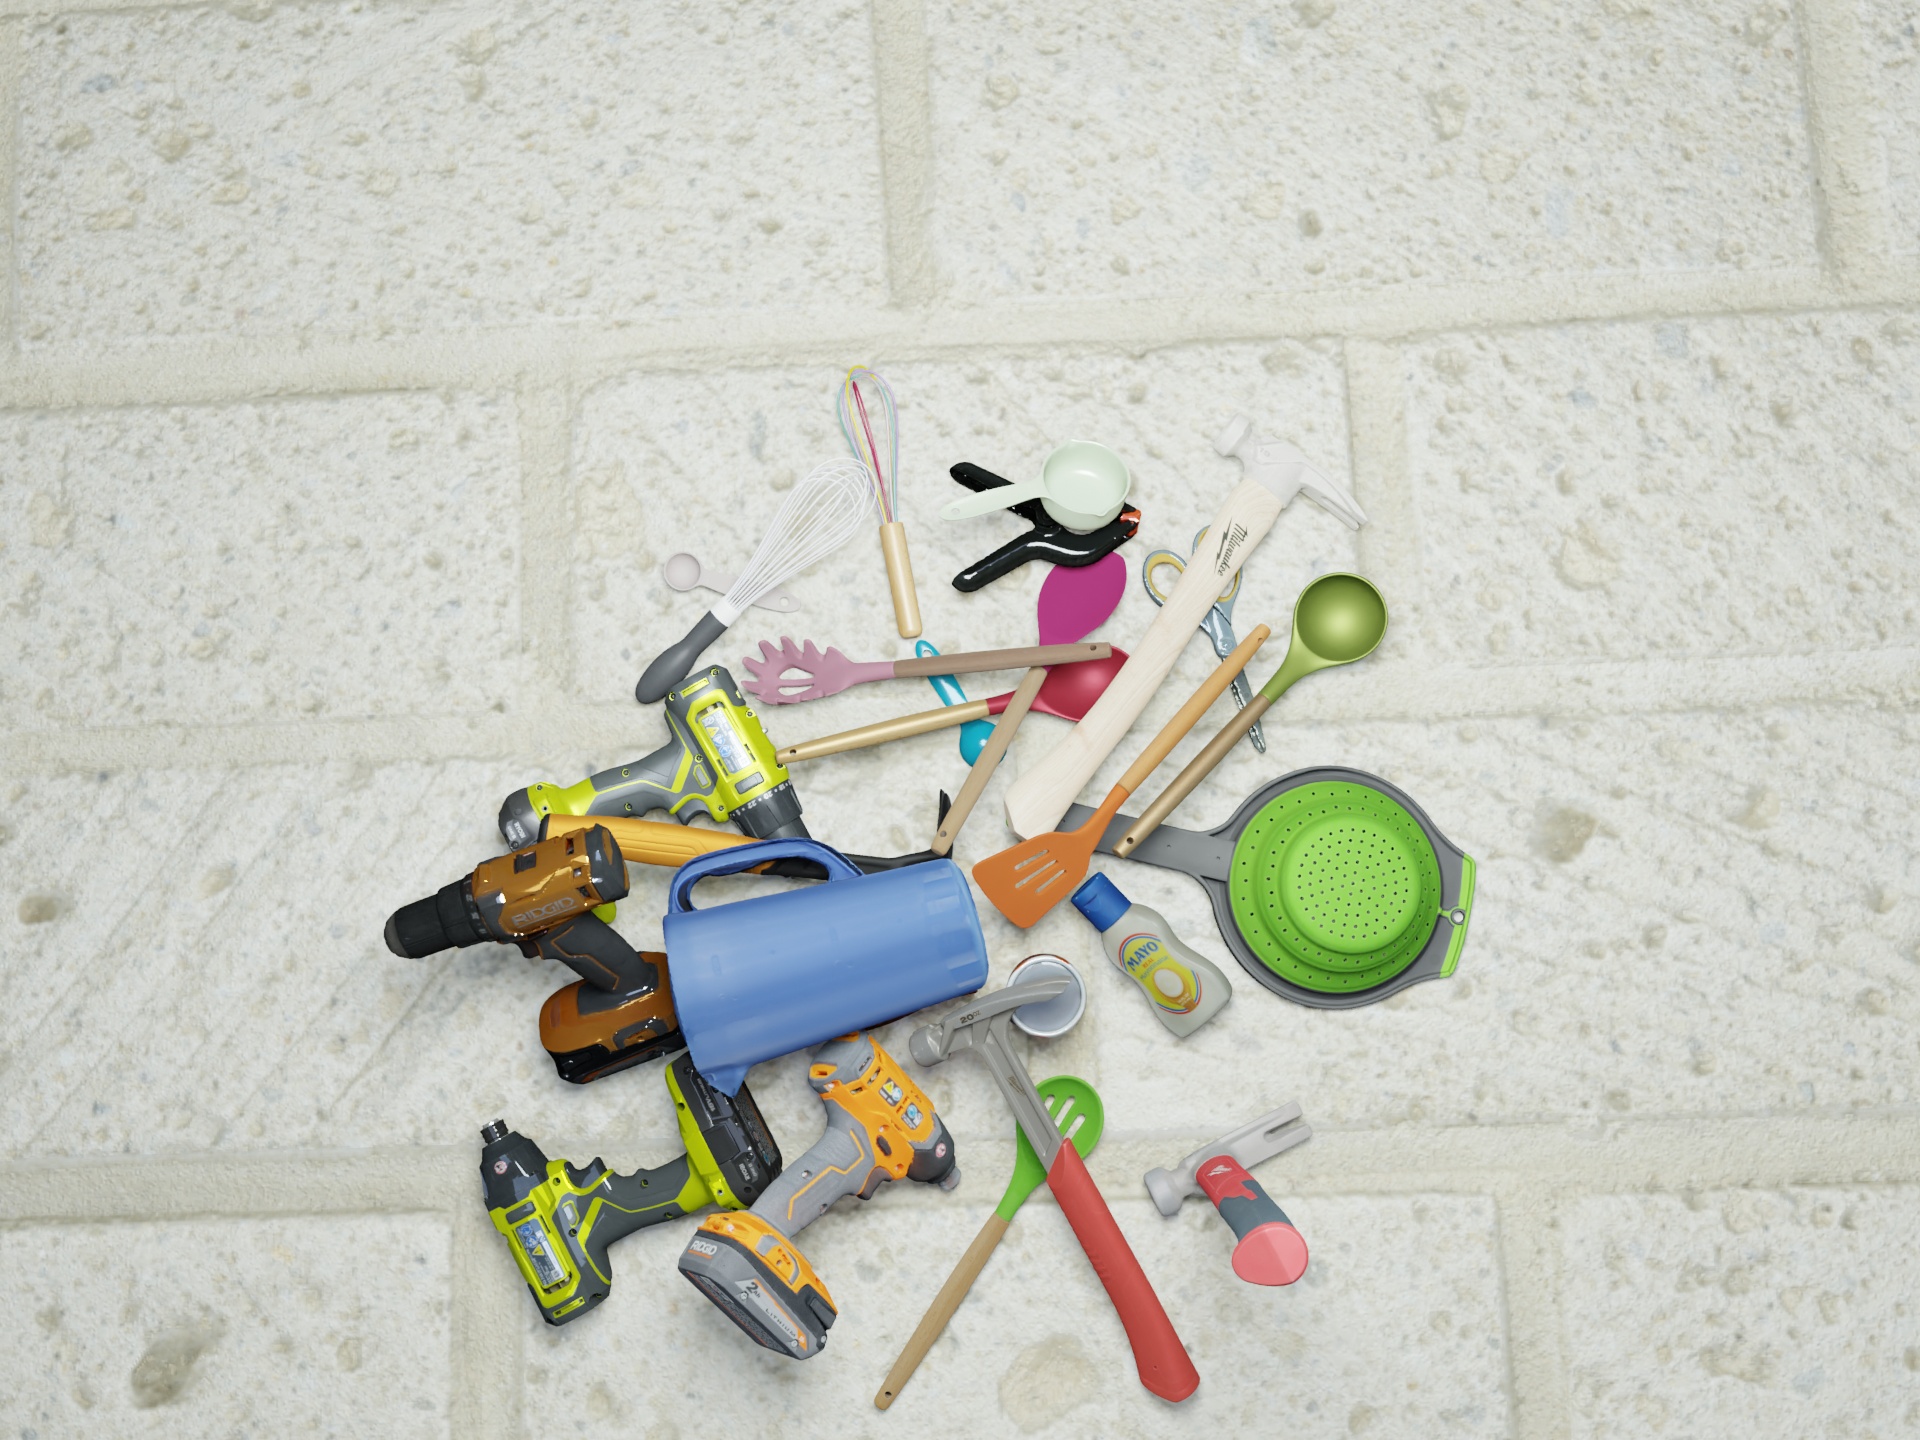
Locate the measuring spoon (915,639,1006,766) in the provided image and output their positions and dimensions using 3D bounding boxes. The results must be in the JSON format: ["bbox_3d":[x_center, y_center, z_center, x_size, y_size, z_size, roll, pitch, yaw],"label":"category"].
[{"bbox_3d":[-0.003,-0.016,1.370,0.042,0.021,0.128,-32,84,-2],"label":"measuring spoon"}]

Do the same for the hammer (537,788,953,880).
[{"bbox_3d":[-0.172,0.102,1.299,0.336,0.034,0.127,7,97,-13],"label":"hammer"}]

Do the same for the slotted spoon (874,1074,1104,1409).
[{"bbox_3d":[0.018,0.429,1.308,0.070,0.031,0.314,33,87,4],"label":"slotted spoon"}]

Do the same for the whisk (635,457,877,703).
[{"bbox_3d":[-0.178,-0.116,1.366,0.284,0.070,0.070,-45,83,8],"label":"whisk"}]

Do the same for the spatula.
[{"bbox_3d":[0.143,0.036,1.301,0.322,0.041,0.081,-47,119,-12],"label":"spatula"}]

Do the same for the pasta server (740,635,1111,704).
[{"bbox_3d":[-0.031,-0.048,1.339,0.316,0.040,0.060,-5,69,15],"label":"pasta server"}]

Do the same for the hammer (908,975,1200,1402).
[{"bbox_3d":[0.102,0.377,1.261,0.149,0.037,0.359,-26,95,27],"label":"hammer"}]

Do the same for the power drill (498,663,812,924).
[{"bbox_3d":[-0.250,0.086,1.340,0.228,0.080,0.190,-29,91,-4],"label":"power drill"}]

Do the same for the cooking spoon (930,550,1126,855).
[{"bbox_3d":[0.054,-0.022,1.330,0.069,0.017,0.319,22,66,18],"label":"cooking spoon"}]

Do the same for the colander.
[{"bbox_3d":[0.232,0.116,1.307,0.397,0.094,0.204,13,83,4],"label":"colander"}]

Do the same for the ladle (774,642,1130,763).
[{"bbox_3d":[-0.002,-0.004,1.346,0.315,0.031,0.069,-13,74,-8],"label":"ladle"}]

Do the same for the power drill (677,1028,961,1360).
[{"bbox_3d":[-0.096,0.379,1.250,0.164,0.084,0.226,50,57,-20],"label":"power drill"}]

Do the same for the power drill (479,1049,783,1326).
[{"bbox_3d":[-0.275,0.367,1.302,0.223,0.080,0.171,-28,86,1],"label":"power drill"}]

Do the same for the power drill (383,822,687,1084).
[{"bbox_3d":[-0.326,0.192,1.258,0.185,0.226,0.084,-20,41,0],"label":"power drill"}]

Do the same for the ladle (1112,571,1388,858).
[{"bbox_3d":[0.237,-0.003,1.313,0.078,0.062,0.320,43,74,11],"label":"ladle"}]

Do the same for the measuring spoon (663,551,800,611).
[{"bbox_3d":[-0.200,-0.118,1.399,0.124,0.018,0.034,17,94,-2],"label":"measuring spoon"}]

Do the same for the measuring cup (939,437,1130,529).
[{"bbox_3d":[0.061,-0.185,1.343,0.167,0.038,0.083,-16,65,-9],"label":"measuring cup"}]

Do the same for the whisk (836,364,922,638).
[{"bbox_3d":[-0.068,-0.192,1.388,0.051,0.047,0.245,-11,85,7],"label":"whisk"}]

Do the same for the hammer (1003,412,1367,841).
[{"bbox_3d":[0.178,-0.060,1.339,0.146,0.038,0.411,36,80,1],"label":"hammer"}]

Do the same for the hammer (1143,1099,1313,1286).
[{"bbox_3d":[0.213,0.334,1.131,0.143,0.386,0.038,-27,82,-2],"label":"hammer"}]
